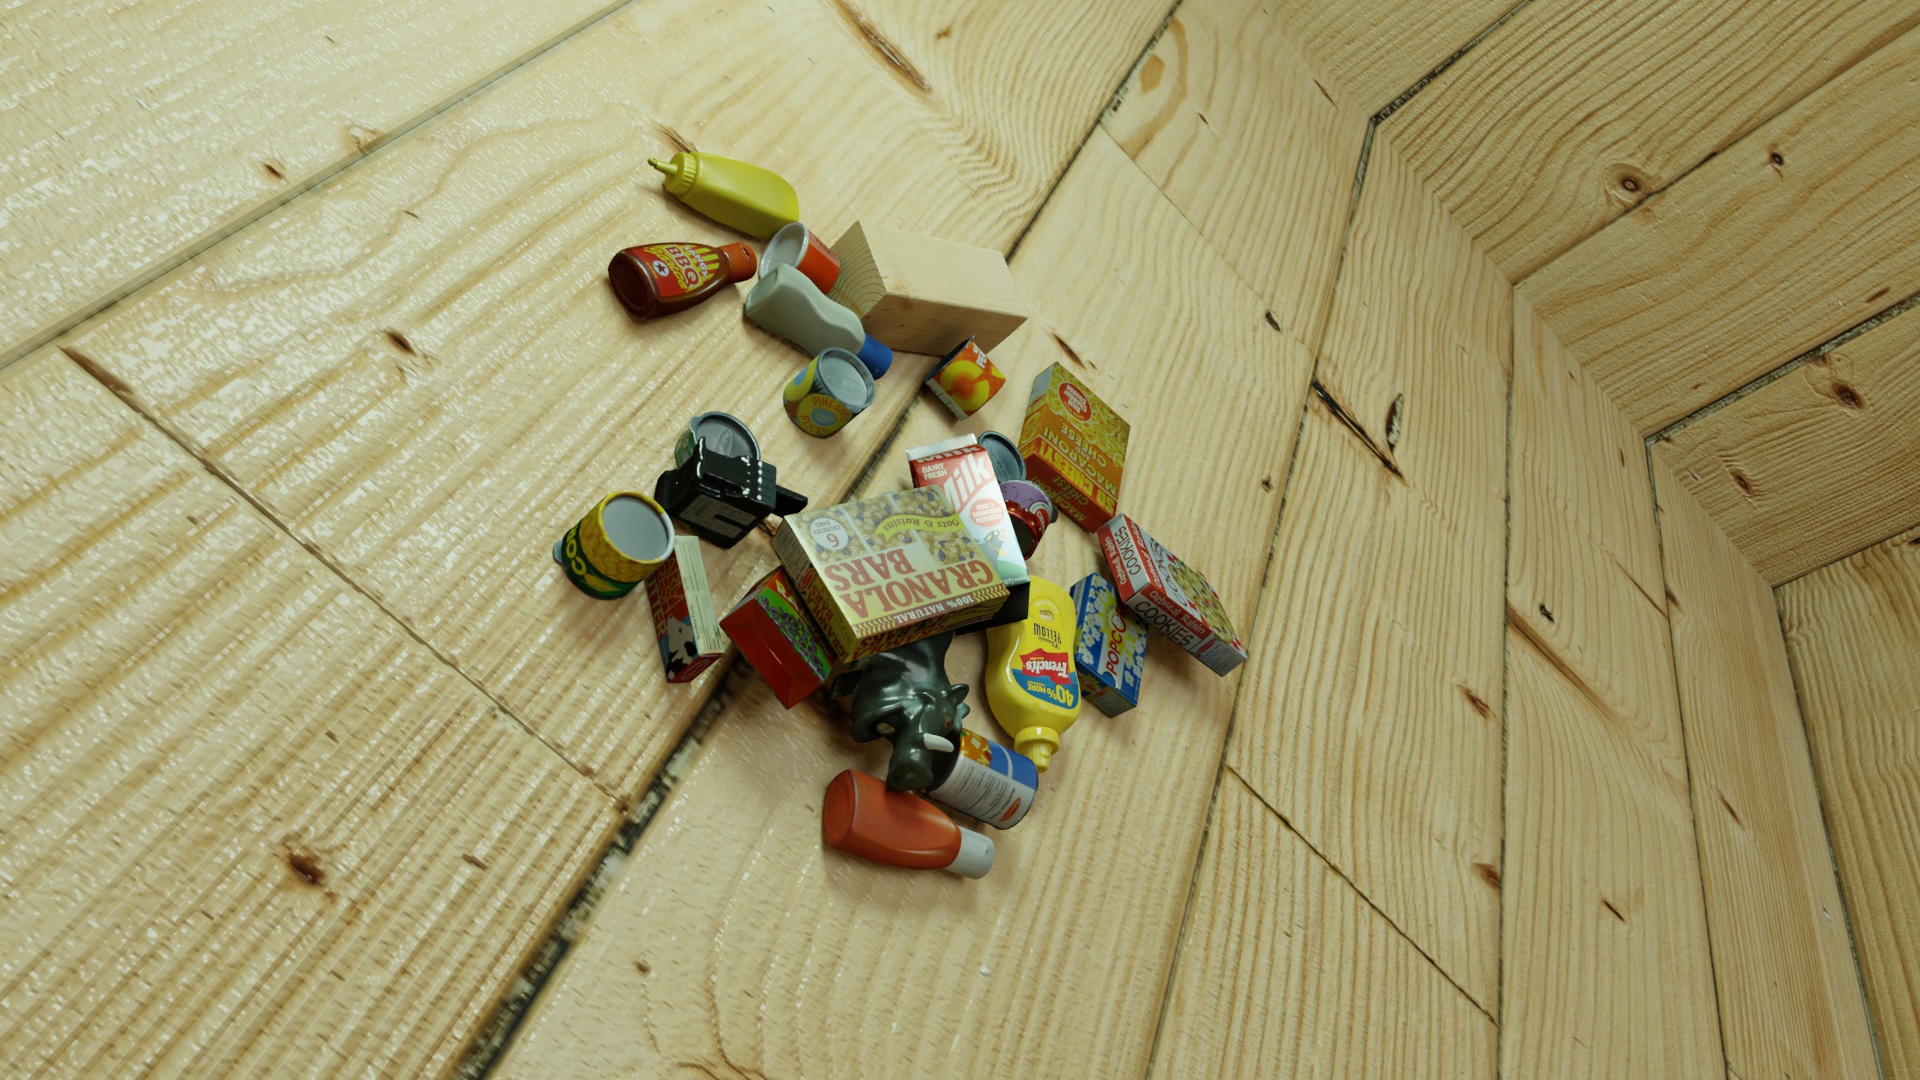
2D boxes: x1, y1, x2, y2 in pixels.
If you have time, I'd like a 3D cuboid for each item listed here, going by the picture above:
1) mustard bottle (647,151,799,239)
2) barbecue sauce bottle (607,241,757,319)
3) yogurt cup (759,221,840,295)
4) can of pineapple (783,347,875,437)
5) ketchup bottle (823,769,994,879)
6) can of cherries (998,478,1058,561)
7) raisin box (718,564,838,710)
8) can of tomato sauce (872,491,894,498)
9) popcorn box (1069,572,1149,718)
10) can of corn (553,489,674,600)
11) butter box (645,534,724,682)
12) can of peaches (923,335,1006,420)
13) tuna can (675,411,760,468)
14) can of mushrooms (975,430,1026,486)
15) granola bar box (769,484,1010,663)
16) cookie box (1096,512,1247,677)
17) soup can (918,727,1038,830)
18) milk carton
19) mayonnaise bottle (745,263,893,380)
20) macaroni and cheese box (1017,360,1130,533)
[{"bbox_3d":[-0.232,-0.339,1.336,0.160,0.048,0.065,13,54,-40],"label":"mustard bottle"},{"bbox_3d":[-0.245,-0.241,1.253,0.065,0.043,0.149,56,38,4],"label":"barbecue sauce bottle"},{"bbox_3d":[-0.154,-0.268,1.352,0.054,0.072,0.073,30,43,-40],"label":"yogurt cup"},{"bbox_3d":[-0.122,-0.135,1.289,0.071,0.057,0.071,26,46,-31],"label":"can of pineapple"},{"bbox_3d":[-0.039,0.234,1.110,0.149,0.043,0.065,27,38,-31],"label":"ketchup bottle"},{"bbox_3d":[0.055,-0.018,1.376,0.071,0.071,0.059,45,39,-11],"label":"can of cherries"},{"bbox_3d":[-0.136,0.072,1.094,0.086,0.040,0.124,52,12,-7],"label":"raisin box"},{"bbox_3d":[-0.068,0.009,1.234,0.071,0.071,0.083,-24,80,-52],"label":"can of tomato sauce"},{"bbox_3d":[0.144,0.105,1.403,0.085,0.038,0.127,39,40,-20],"label":"popcorn box"},{"bbox_3d":[-0.259,0.002,1.042,0.071,0.058,0.071,27,45,-31],"label":"can of corn"},{"bbox_3d":[-0.212,0.051,1.059,0.024,0.053,0.104,4,59,-42],"label":"butter box"},{"bbox_3d":[0.007,-0.168,1.438,0.058,0.071,0.071,47,38,-11],"label":"can of peaches"},{"bbox_3d":[-0.207,-0.075,1.175,0.071,0.032,0.071,27,45,-31],"label":"tuna can"},{"bbox_3d":[0.031,-0.076,1.425,0.071,0.033,0.071,27,46,-31],"label":"can of mushrooms"},{"bbox_3d":[-0.057,0.024,1.142,0.166,0.038,0.124,-14,61,-41],"label":"granola bar box"},{"bbox_3d":[0.223,0.058,1.480,0.167,0.040,0.123,36,23,-31],"label":"cookie box"},{"bbox_3d":[0.012,0.198,1.175,0.083,0.071,0.072,30,44,-28],"label":"soup can"},{"bbox_3d":[0.005,-0.016,1.291,0.072,0.073,0.191,-14,60,-8],"label":"milk carton"},{"bbox_3d":[-0.131,-0.204,1.331,0.148,0.064,0.041,30,40,-33],"label":"mayonnaise bottle"},{"bbox_3d":[0.125,-0.104,1.538,0.123,0.040,0.167,38,40,-20],"label":"macaroni and cheese box"}]
